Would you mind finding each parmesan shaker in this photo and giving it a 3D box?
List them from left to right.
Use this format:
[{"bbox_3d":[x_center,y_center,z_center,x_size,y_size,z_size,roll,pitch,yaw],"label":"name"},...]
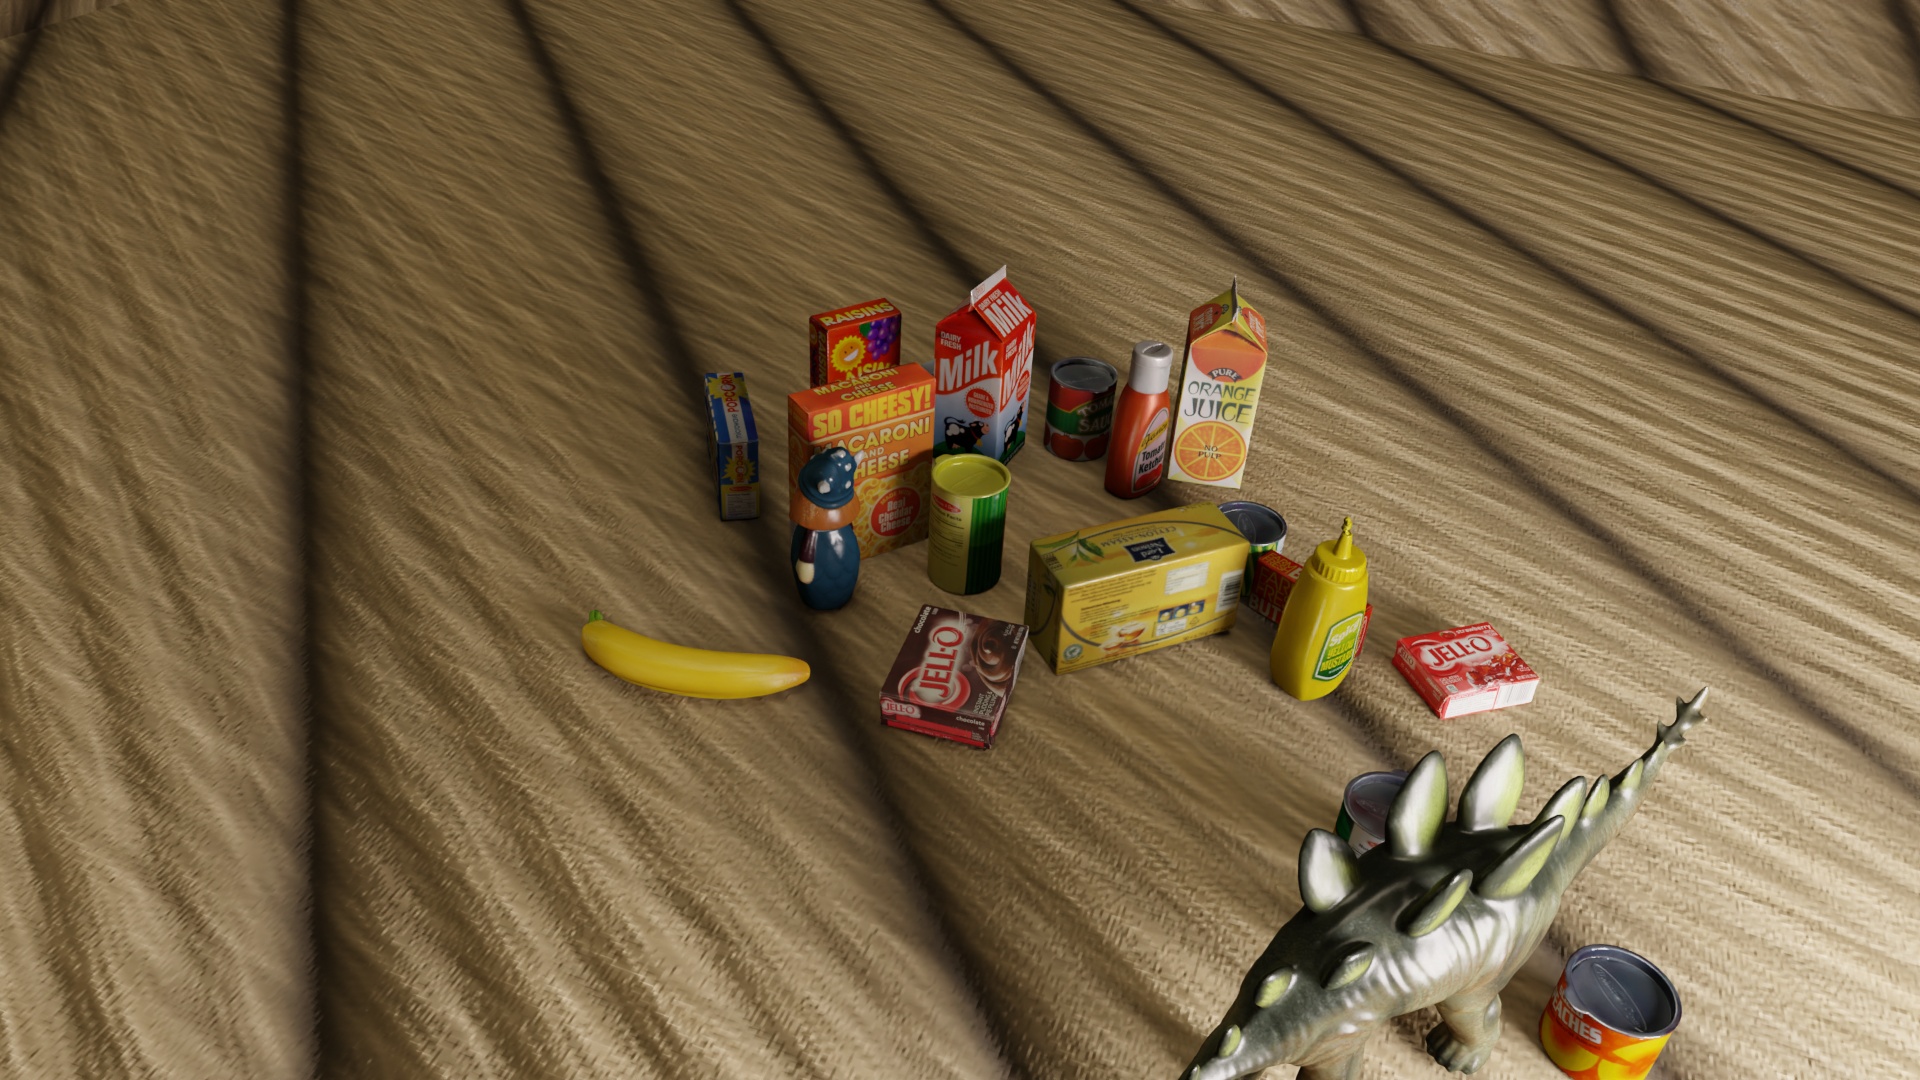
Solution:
[{"bbox_3d":[0.004,-0.015,1.188,0.071,0.102,0.072,3,36,-2],"label":"parmesan shaker"}]

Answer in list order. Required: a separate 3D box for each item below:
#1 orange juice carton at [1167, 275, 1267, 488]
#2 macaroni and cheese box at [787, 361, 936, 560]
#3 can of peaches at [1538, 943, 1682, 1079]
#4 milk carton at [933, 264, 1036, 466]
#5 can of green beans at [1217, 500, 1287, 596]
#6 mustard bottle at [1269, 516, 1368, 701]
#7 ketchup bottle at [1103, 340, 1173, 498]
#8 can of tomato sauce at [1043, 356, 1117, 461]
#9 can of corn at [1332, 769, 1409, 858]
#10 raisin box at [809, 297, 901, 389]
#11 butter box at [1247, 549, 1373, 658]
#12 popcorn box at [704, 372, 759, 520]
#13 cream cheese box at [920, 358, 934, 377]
[{"bbox_3d":[0.246,-0.151,1.321,0.073,0.191,0.072,8,36,5],"label":"orange juice carton"},{"bbox_3d":[-0.086,-0.061,1.189,0.124,0.165,0.040,-19,42,-28],"label":"macaroni and cheese box"},{"bbox_3d":[0.391,0.290,0.844,0.071,0.057,0.071,3,36,-2],"label":"can of peaches"},{"bbox_3d":[0.022,-0.163,1.319,0.073,0.189,0.073,19,39,20],"label":"milk carton"},{"bbox_3d":[0.248,0.007,1.219,0.071,0.057,0.071,3,36,-2],"label":"can of green beans"},{"bbox_3d":[0.283,0.051,1.076,0.065,0.159,0.049,-21,42,-30],"label":"mustard bottle"},{"bbox_3d":[0.170,-0.114,1.301,0.043,0.148,0.065,30,43,32],"label":"ketchup bottle"},{"bbox_3d":[0.119,-0.129,1.372,0.071,0.082,0.071,3,36,-2],"label":"can of tomato sauce"},{"bbox_3d":[0.292,0.201,0.956,0.071,0.058,0.071,3,36,-2],"label":"can of corn"},{"bbox_3d":[-0.104,-0.170,1.372,0.086,0.122,0.040,-19,42,-28],"label":"raisin box"},{"bbox_3d":[0.291,0.055,1.162,0.024,0.052,0.104,-27,46,-35],"label":"butter box"},{"bbox_3d":[-0.211,-0.089,1.283,0.038,0.084,0.127,-6,37,-13],"label":"popcorn box"},{"bbox_3d":[-0.004,-0.170,1.441,0.024,0.053,0.104,31,44,32],"label":"cream cheese box"}]
